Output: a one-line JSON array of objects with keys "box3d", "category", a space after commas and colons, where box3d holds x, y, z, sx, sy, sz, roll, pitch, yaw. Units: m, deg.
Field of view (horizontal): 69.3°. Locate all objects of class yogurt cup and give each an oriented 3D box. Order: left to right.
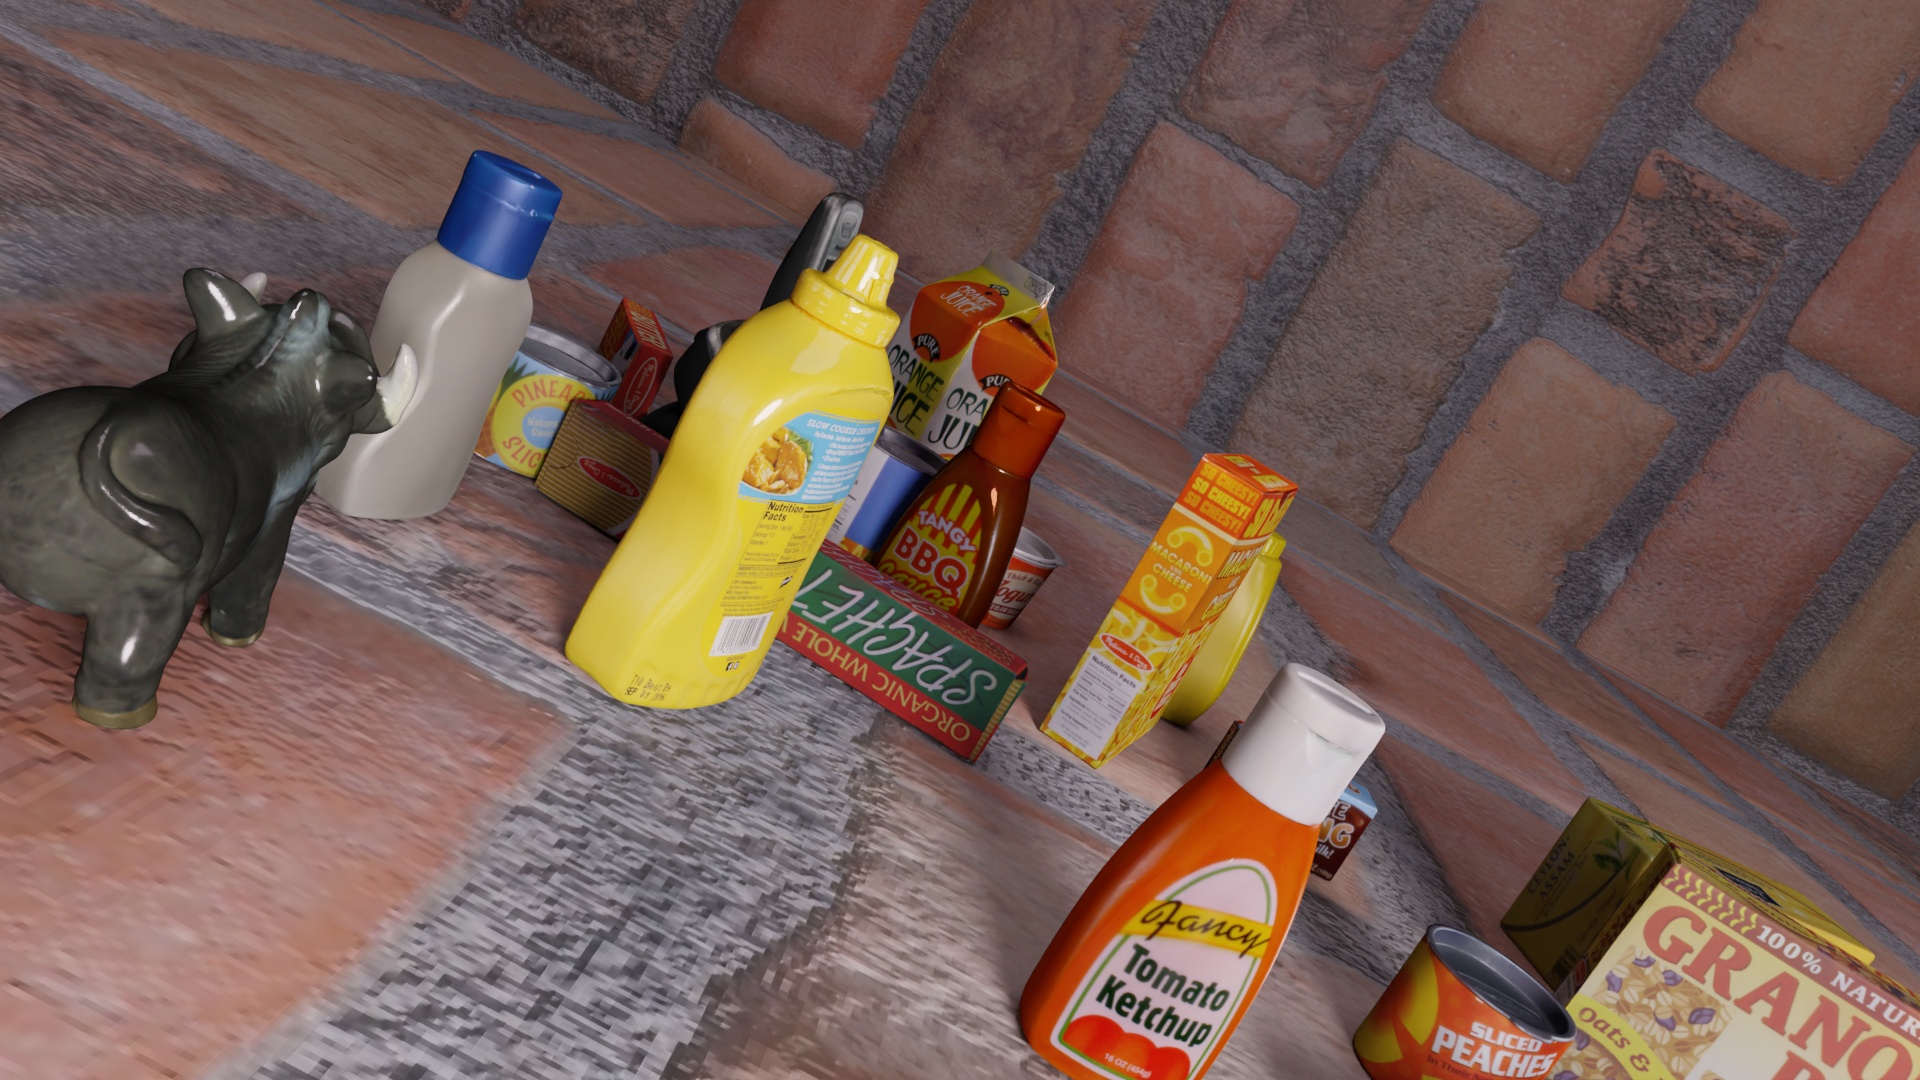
[{"box3d": [0.019, 0.018, 0.846, 0.072, 0.053, 0.072, 28, 14, -7], "category": "yogurt cup"}]

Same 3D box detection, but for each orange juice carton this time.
[{"box3d": [-0.008, -0.088, 0.879, 0.073, 0.192, 0.072, 17, 18, -41], "category": "orange juice carton"}]

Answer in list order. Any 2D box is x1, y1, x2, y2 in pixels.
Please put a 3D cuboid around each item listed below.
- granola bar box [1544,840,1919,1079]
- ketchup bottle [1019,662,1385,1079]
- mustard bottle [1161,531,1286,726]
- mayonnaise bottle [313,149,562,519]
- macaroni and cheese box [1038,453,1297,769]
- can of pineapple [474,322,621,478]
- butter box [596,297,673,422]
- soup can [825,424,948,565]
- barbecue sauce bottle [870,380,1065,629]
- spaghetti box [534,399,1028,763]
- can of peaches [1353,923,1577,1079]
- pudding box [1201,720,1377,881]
[{"box3d": [0.352, 0.231, 0.606, 0.166, 0.124, 0.039, 33, 14, 15], "category": "granola bar box"}, {"box3d": [0.080, 0.109, 0.445, 0.065, 0.148, 0.044, 27, 13, -10], "category": "ketchup bottle"}, {"box3d": [0.156, 0.033, 0.842, 0.065, 0.160, 0.049, 30, 13, 4], "category": "mustard bottle"}, {"box3d": [-0.204, -0.079, 0.549, 0.041, 0.147, 0.065, 33, 14, 16], "category": "mayonnaise bottle"}, {"box3d": [0.116, 0.034, 0.746, 0.040, 0.166, 0.124, 33, 14, 16], "category": "macaroni and cheese box"}, {"box3d": [-0.210, -0.069, 0.688, 0.071, 0.057, 0.071, 28, 14, -7], "category": "can of pineapple"}, {"box3d": [-0.204, -0.110, 0.857, 0.024, 0.053, 0.104, 23, 15, -27], "category": "butter box"}, {"box3d": [-0.046, -0.015, 0.767, 0.071, 0.083, 0.071, 28, 14, -7], "category": "soup can"}, {"box3d": [0.003, -0.009, 0.710, 0.065, 0.148, 0.044, 34, 14, 19], "category": "barbecue sauce bottle"}, {"box3d": [-0.084, 0.017, 0.652, 0.250, 0.050, 0.029, 31, 13, 8], "category": "spaghetti box"}, {"box3d": [0.202, 0.199, 0.557, 0.071, 0.058, 0.071, 28, 14, -7], "category": "can of peaches"}, {"box3d": [0.171, 0.137, 0.735, 0.084, 0.049, 0.030, 29, 13, -3], "category": "pudding box"}]
